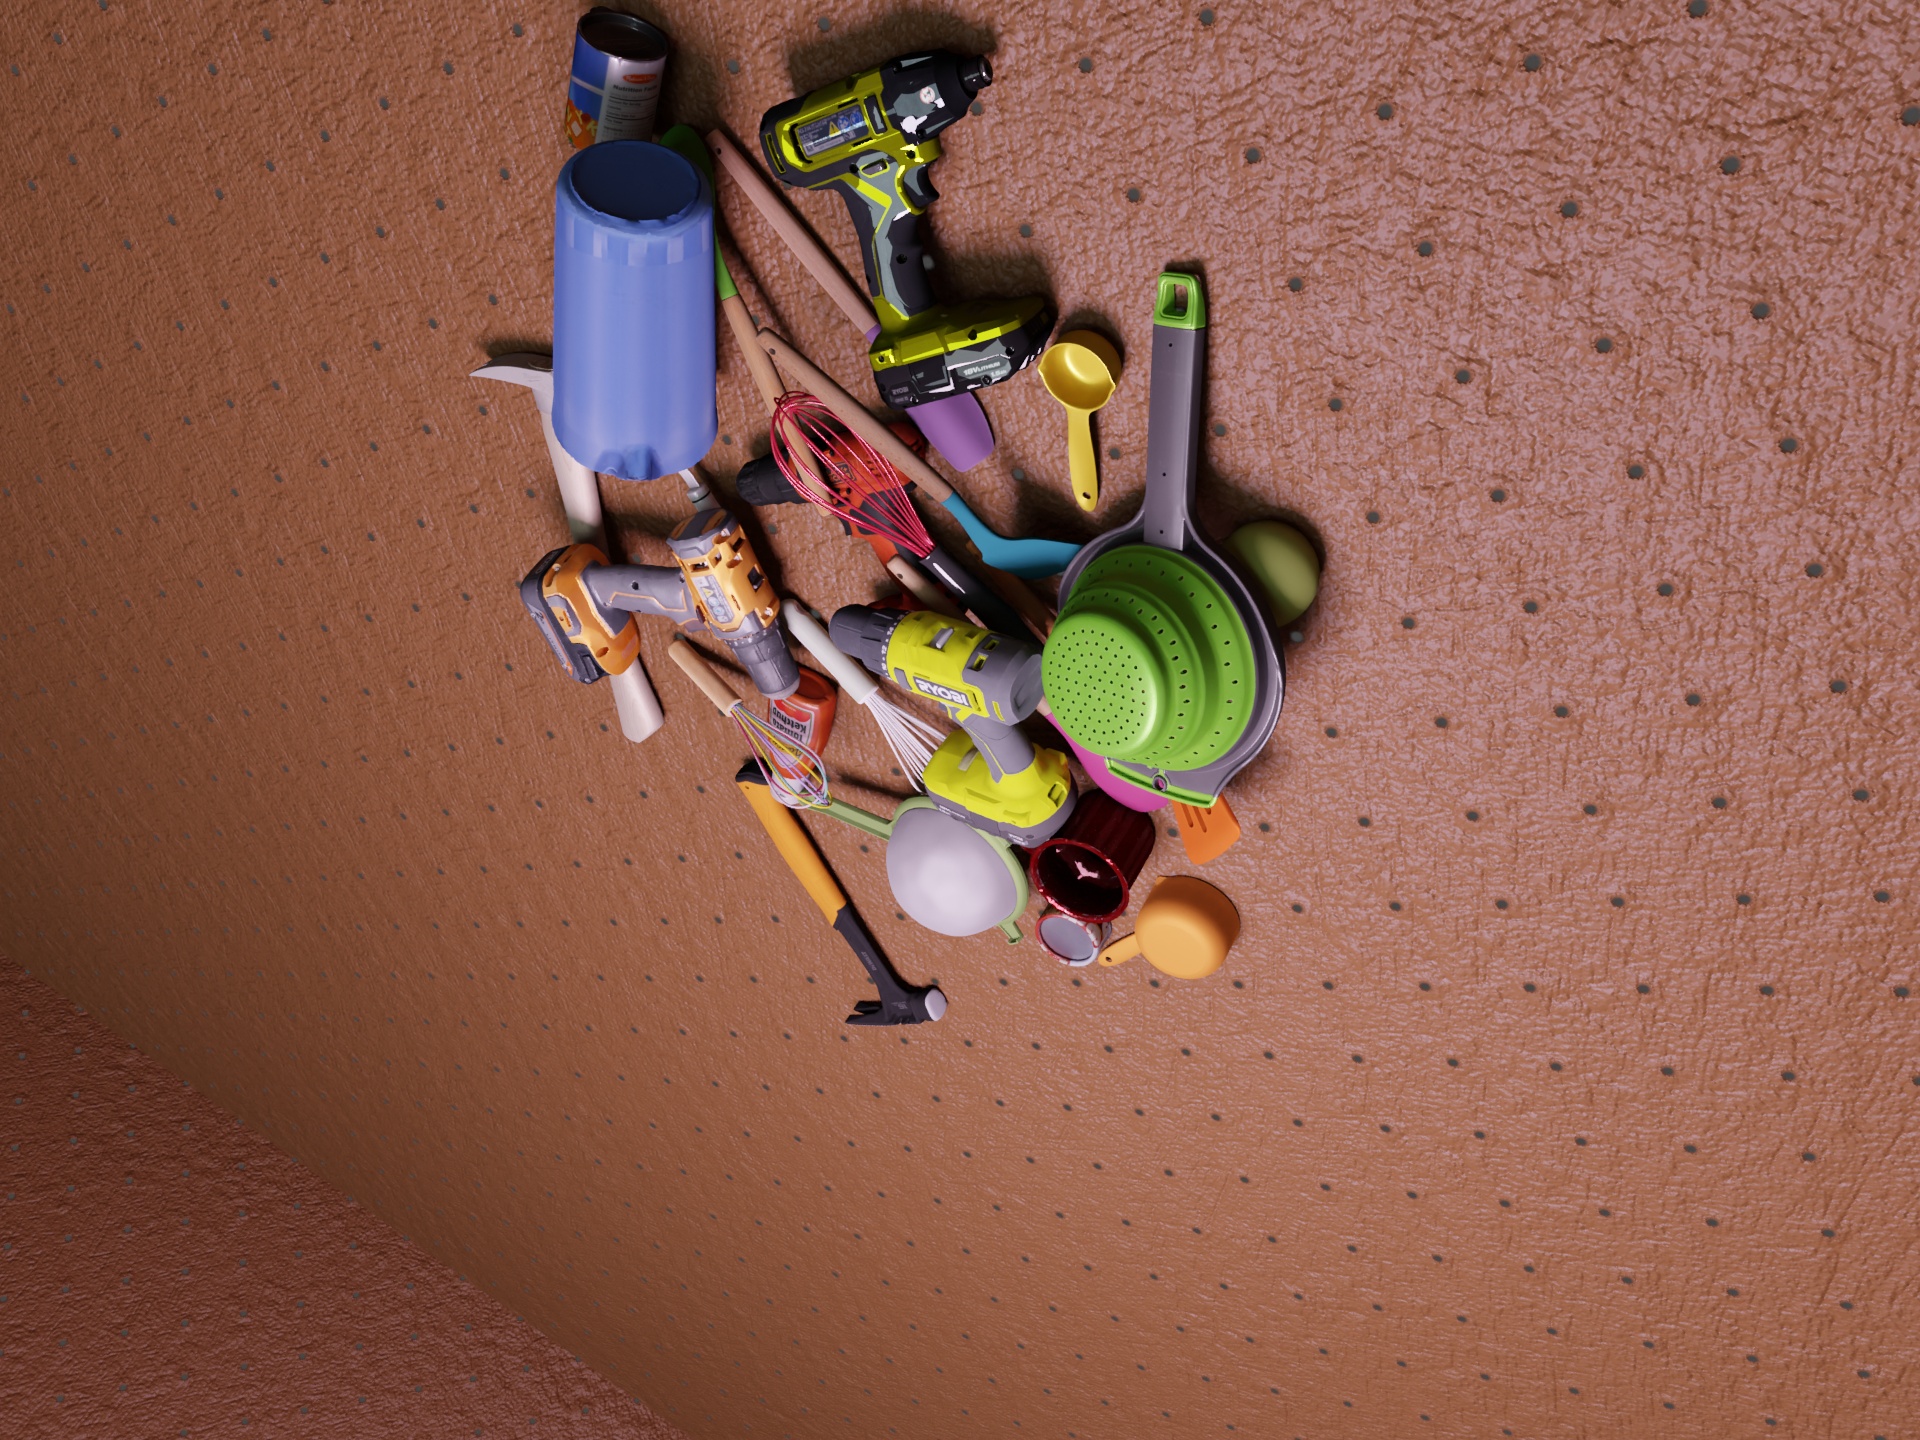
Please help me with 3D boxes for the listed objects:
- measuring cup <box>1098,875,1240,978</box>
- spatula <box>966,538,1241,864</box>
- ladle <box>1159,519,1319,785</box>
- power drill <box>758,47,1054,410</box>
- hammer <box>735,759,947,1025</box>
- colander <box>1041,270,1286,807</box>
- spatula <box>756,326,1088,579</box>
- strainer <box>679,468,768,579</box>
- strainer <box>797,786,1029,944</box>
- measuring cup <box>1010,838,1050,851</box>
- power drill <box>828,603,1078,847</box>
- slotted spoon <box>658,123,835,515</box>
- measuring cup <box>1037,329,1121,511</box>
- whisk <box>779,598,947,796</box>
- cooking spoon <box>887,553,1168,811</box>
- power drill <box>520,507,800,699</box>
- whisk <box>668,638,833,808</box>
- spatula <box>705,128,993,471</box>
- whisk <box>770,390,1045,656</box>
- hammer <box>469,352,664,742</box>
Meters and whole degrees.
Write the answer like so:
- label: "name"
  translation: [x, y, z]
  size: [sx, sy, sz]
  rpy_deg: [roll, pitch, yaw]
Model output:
- label: "measuring cup"
  translation: [0.175, 0.206, 1.447]
  size: [0.095, 0.052, 0.173]
  rpy_deg: [46, 134, -8]
- label: "spatula"
  translation: [0.111, -0.023, 1.283]
  size: [0.322, 0.041, 0.081]
  rpy_deg: [48, 149, 4]
- label: "ladle"
  translation: [0.197, -0.033, 1.258]
  size: [0.078, 0.062, 0.320]
  rpy_deg: [30, 142, 9]
- label: "power drill"
  translation: [-0.026, -0.345, 1.117]
  size: [0.171, 0.080, 0.223]
  rpy_deg: [-9, 116, 30]
- label: "hammer"
  translation: [-0.141, 0.184, 1.651]
  size: [0.127, 0.034, 0.336]
  rpy_deg: [-12, 117, 38]
- label: "colander"
  translation: [0.127, -0.112, 1.135]
  size: [0.205, 0.094, 0.396]
  rpy_deg: [20, 121, 38]
- label: "spatula"
  translation: [-0.027, -0.192, 1.188]
  size: [0.317, 0.044, 0.082]
  rpy_deg: [38, 145, -27]
- label: "strainer"
  translation: [-0.234, -0.207, 1.391]
  size: [0.087, 0.050, 0.258]
  rpy_deg: [-5, 127, 43]
- label: "strainer"
  translation: [-0.061, 0.127, 1.466]
  size: [0.256, 0.069, 0.151]
  rpy_deg: [21, 139, 27]
- label: "measuring cup"
  translation: [0.029, 0.130, 1.491]
  size: [0.167, 0.038, 0.083]
  rpy_deg: [-21, 111, 44]
- label: "power drill"
  translation: [-0.002, -0.004, 1.310]
  size: [0.191, 0.080, 0.228]
  rpy_deg: [19, 152, 32]
- label: "slotted spoon"
  translation: [-0.166, -0.305, 1.234]
  size: [0.070, 0.031, 0.313]
  rpy_deg: [-10, 109, 47]
- label: "measuring cup"
  translation: [0.094, -0.222, 1.181]
  size: [0.062, 0.029, 0.156]
  rpy_deg: [18, 144, 23]
- label: "whisk"
  translation: [-0.078, -0.017, 1.439]
  size: [0.059, 0.058, 0.246]
  rpy_deg: [-43, 91, 15]
- label: "cooking spoon"
  translation: [0.056, -0.026, 1.311]
  size: [0.318, 0.017, 0.069]
  rpy_deg: [43, 145, -18]
- label: "power drill"
  translation: [-0.261, -0.089, 1.436]
  size: [0.226, 0.084, 0.185]
  rpy_deg: [-7, 126, 27]
- label: "whisk"
  translation: [-0.200, 0.001, 1.484]
  size: [0.245, 0.047, 0.051]
  rpy_deg: [44, 143, 27]
- label: "spatula"
  translation: [-0.083, -0.321, 1.215]
  size: [0.315, 0.018, 0.060]
  rpy_deg: [49, 133, -12]
- label: "whisk"
  translation: [-0.038, -0.145, 1.234]
  size: [0.295, 0.073, 0.073]
  rpy_deg: [43, 137, -20]
- label: "hammer"
  translation: [-0.356, -0.153, 1.517]
  size: [0.146, 0.038, 0.410]
  rpy_deg: [15, 131, 25]
